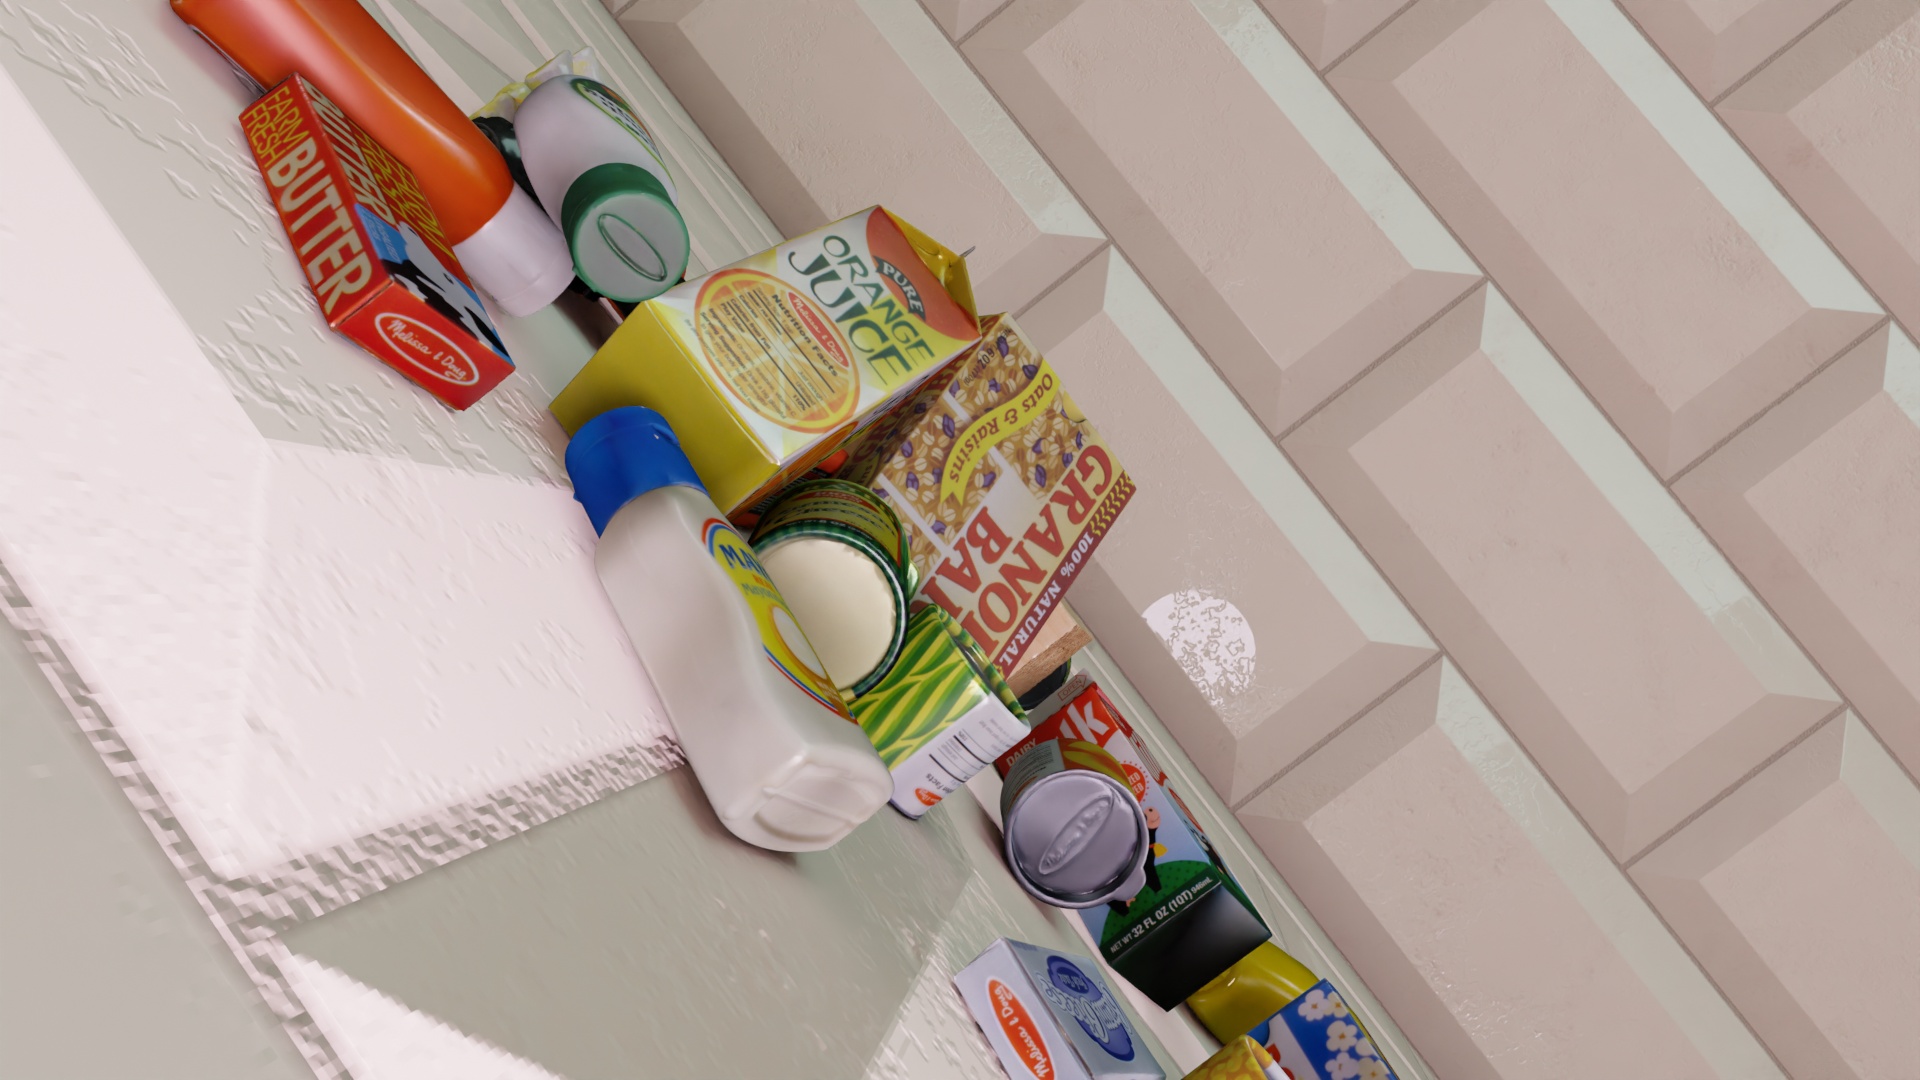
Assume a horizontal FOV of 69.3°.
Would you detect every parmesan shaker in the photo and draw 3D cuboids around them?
[{"bbox_3d":[-0.049,0.017,0.520,0.071,0.071,0.103,51,4,-10],"label":"parmesan shaker"}]

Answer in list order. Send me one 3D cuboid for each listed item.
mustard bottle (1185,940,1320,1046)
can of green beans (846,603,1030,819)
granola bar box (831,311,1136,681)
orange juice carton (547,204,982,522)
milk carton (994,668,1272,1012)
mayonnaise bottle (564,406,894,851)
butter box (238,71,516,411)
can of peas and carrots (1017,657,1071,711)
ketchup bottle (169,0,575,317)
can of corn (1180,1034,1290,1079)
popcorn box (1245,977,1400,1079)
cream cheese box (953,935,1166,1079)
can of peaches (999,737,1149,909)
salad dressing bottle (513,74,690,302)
[{"bbox_3d":[0.161,0.256,0.801,0.160,0.065,0.049,45,12,-32],"label":"mustard bottle"},{"bbox_3d":[-0.014,0.067,0.556,0.071,0.058,0.071,51,4,-5],"label":"can of green beans"},{"bbox_3d":[0.002,-0.008,0.662,0.039,0.166,0.124,2,-41,52],"label":"granola bar box"},{"bbox_3d":[-0.059,-0.074,0.549,0.073,0.071,0.194,52,38,-2],"label":"orange juice carton"},{"bbox_3d":[0.083,0.152,0.766,0.073,0.072,0.191,48,6,-42],"label":"milk carton"},{"bbox_3d":[-0.075,0.021,0.412,0.148,0.041,0.064,55,7,31],"label":"mayonnaise bottle"},{"bbox_3d":[-0.172,-0.088,0.409,0.104,0.024,0.053,55,5,29],"label":"butter box"},{"bbox_3d":[0.043,0.083,0.942,0.071,0.071,0.058,53,4,8],"label":"can of peas and carrots"},{"bbox_3d":[-0.194,-0.140,0.479,0.148,0.043,0.065,48,5,-39],"label":"ketchup bottle"},{"bbox_3d":[0.096,0.216,0.481,0.071,0.058,0.071,51,4,-5],"label":"can of corn"},{"bbox_3d":[0.151,0.253,0.568,0.038,0.085,0.127,51,4,-23],"label":"popcorn box"},{"bbox_3d":[0.037,0.169,0.479,0.053,0.024,0.103,55,5,29],"label":"cream cheese box"},{"bbox_3d":[0.054,0.134,0.657,0.071,0.071,0.058,51,3,-6],"label":"can of peaches"},{"bbox_3d":[-0.125,-0.124,0.490,0.064,0.044,0.148,46,6,-35],"label":"salad dressing bottle"}]
